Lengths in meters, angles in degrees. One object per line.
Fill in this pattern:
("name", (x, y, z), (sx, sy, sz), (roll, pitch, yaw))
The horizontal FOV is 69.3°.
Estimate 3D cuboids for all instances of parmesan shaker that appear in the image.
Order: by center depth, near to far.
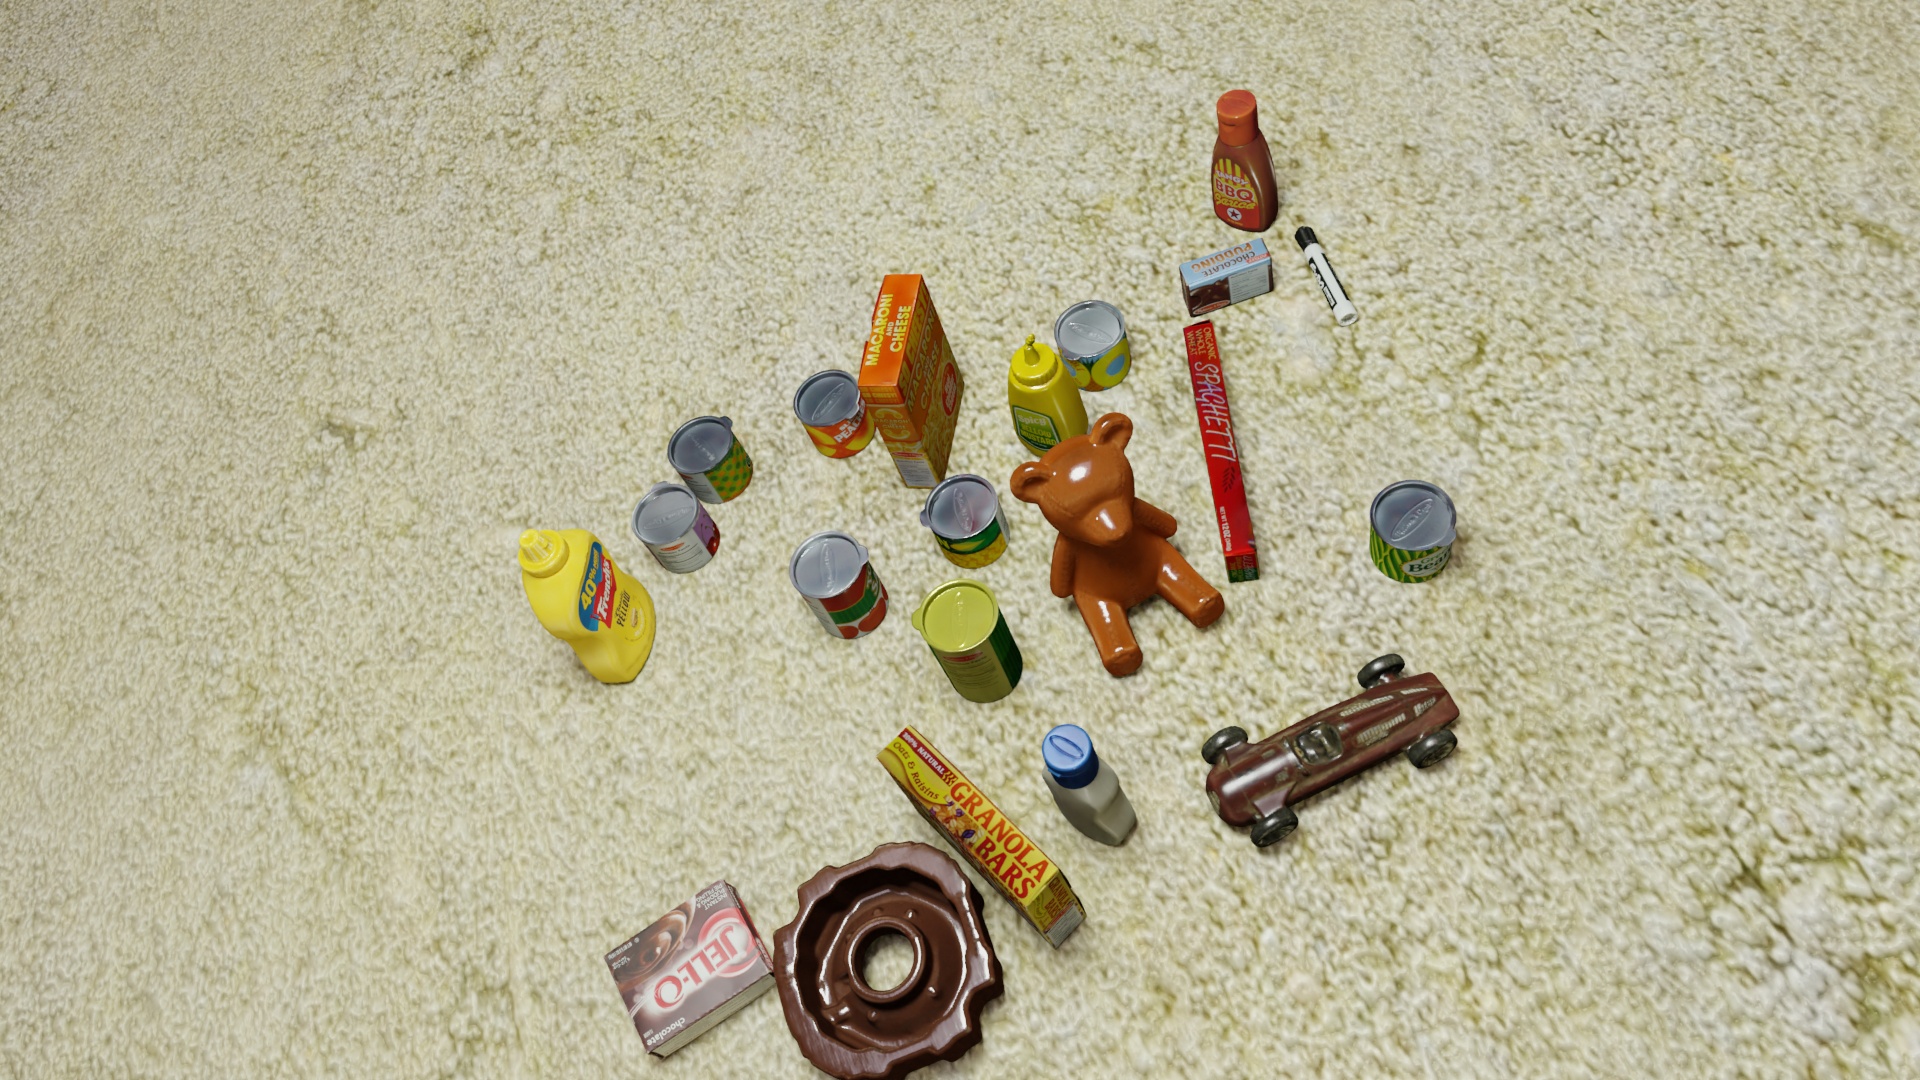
("parmesan shaker", (0.007, 0.084, 1.147), (0.071, 0.102, 0.071), (-7, 59, 11))

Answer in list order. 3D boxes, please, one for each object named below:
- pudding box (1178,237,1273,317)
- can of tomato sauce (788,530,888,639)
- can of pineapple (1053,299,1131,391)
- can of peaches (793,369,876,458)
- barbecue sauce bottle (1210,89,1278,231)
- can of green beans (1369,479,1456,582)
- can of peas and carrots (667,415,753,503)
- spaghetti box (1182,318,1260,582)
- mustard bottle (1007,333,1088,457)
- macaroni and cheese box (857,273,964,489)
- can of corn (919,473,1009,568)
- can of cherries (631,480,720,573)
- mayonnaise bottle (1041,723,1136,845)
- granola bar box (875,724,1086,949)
("pudding box", (0.251, -0.248, 1.312), (0.084, 0.049, 0.030), (-19, 57, 4))
("can of tomato sauce", (-0.103, 0.039, 1.216), (0.071, 0.082, 0.071), (-7, 59, 11))
("can of pineapple", (0.123, -0.181, 1.301), (0.071, 0.057, 0.071), (-7, 59, 11))
("can of peaches", (-0.118, -0.119, 1.330), (0.071, 0.058, 0.071), (-7, 59, 11))
("barbecue sauce bottle", (0.266, -0.360, 1.315), (0.065, 0.148, 0.044), (29, 71, 28))
("can of green beans", (0.367, -0.007, 1.131), (0.071, 0.057, 0.071), (-7, 59, 11))
("can of peas and carrots", (-0.238, -0.079, 1.338), (0.071, 0.058, 0.071), (-7, 59, 11))
("spaghetti box", (0.228, -0.082, 1.218), (0.028, 0.050, 0.251), (-10, 58, 10))
("mustard bottle", (0.071, -0.130, 1.224), (0.065, 0.159, 0.049), (18, 67, 24))
("macaroni and cheese box", (-0.043, -0.141, 1.258), (0.040, 0.165, 0.124), (2, 61, 16))
("can of corn", (0.004, -0.015, 1.234), (0.071, 0.058, 0.071), (-7, 59, 11))
("can of cherries", (-0.266, -0.013, 1.306), (0.071, 0.058, 0.072), (-7, 59, 11))
("mayonnaise bottle", (0.092, 0.181, 1.039), (0.065, 0.147, 0.041), (28, 71, 28))
("granola bar box", (0.017, 0.223, 1.048), (0.039, 0.123, 0.166), (-43, 59, -12))
